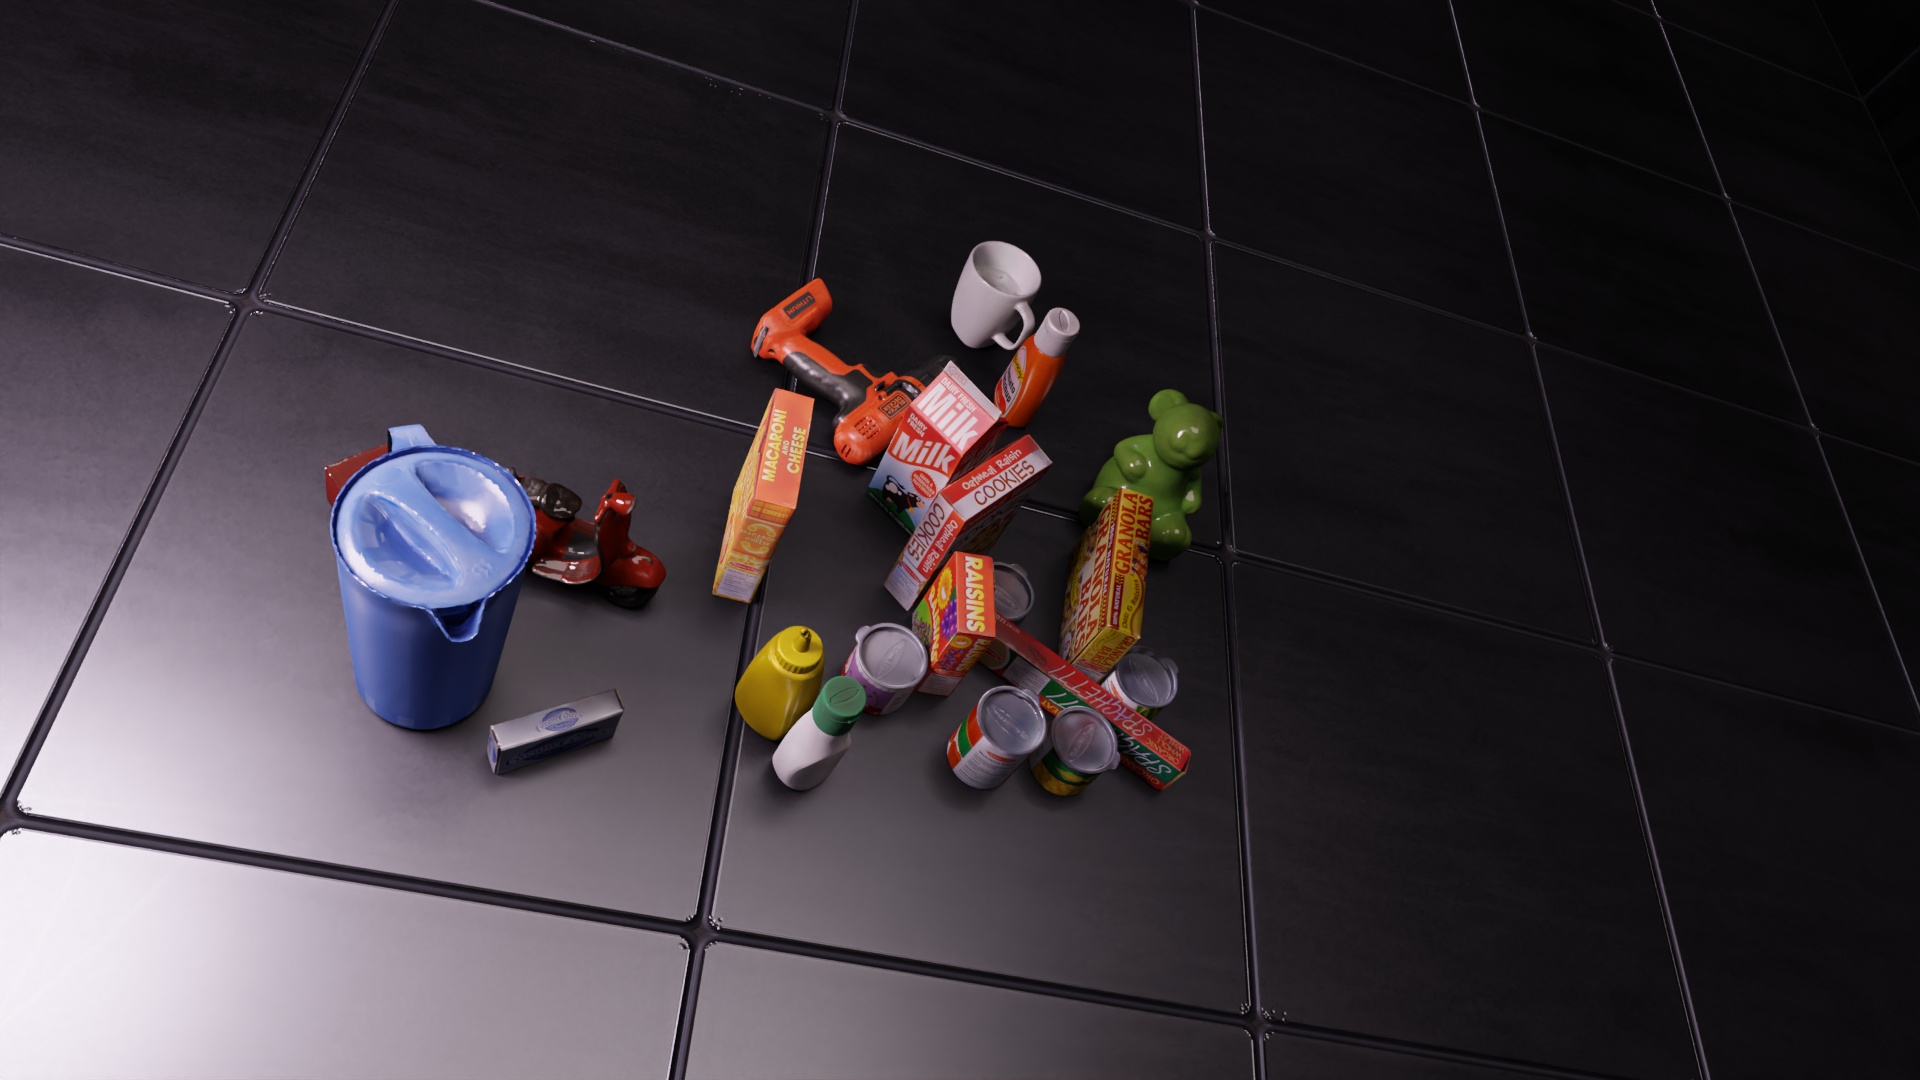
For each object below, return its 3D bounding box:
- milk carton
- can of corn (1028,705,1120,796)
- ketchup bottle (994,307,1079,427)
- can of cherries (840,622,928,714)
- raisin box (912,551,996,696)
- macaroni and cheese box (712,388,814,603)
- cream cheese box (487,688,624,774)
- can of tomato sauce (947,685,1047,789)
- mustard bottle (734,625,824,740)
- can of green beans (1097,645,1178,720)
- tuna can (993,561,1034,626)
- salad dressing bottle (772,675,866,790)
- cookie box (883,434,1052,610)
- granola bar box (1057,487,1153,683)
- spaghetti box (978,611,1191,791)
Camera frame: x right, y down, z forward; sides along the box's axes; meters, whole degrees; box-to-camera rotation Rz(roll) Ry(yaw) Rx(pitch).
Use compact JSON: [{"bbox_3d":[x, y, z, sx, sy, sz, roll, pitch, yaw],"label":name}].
[{"bbox_3d":[-0.018,-0.090,1.334,0.072,0.189,0.074,45,53,9],"label":"milk carton"},{"bbox_3d":[0.105,0.196,1.280,0.071,0.058,0.071,11,55,-16],"label":"can of corn"},{"bbox_3d":[0.081,-0.185,1.465,0.043,0.148,0.065,6,57,-20],"label":"ketchup bottle"},{"bbox_3d":[-0.072,0.115,1.258,0.071,0.058,0.072,11,55,-16],"label":"can of cherries"},{"bbox_3d":[-0.007,0.078,1.269,0.040,0.122,0.086,11,55,-17],"label":"raisin box"},{"bbox_3d":[-0.178,-0.038,1.245,0.040,0.165,0.124,15,54,-14],"label":"macaroni and cheese box"},{"bbox_3d":[-0.328,0.155,1.124,0.104,0.053,0.024,-16,66,-31],"label":"cream cheese box"},{"bbox_3d":[0.032,0.176,1.247,0.071,0.082,0.071,11,55,-16],"label":"can of tomato sauce"},{"bbox_3d":[-0.145,0.112,1.164,0.065,0.159,0.049,43,52,7],"label":"mustard bottle"},{"bbox_3d":[0.167,0.144,1.342,0.071,0.057,0.071,11,55,-16],"label":"can of green beans"},{"bbox_3d":[0.038,0.055,1.361,0.071,0.032,0.071,11,55,-16],"label":"tuna can"},{"bbox_3d":[-0.115,0.160,1.153,0.064,0.147,0.044,-22,69,-33],"label":"salad dressing bottle"},{"bbox_3d":[0.005,-0.016,1.309,0.040,0.166,0.123,47,53,11],"label":"cookie box"},{"bbox_3d":[0.139,0.049,1.351,0.039,0.123,0.166,19,53,-11],"label":"granola bar box"},{"bbox_3d":[0.105,0.148,1.317,0.250,0.050,0.029,35,52,2],"label":"spaghetti box"}]
